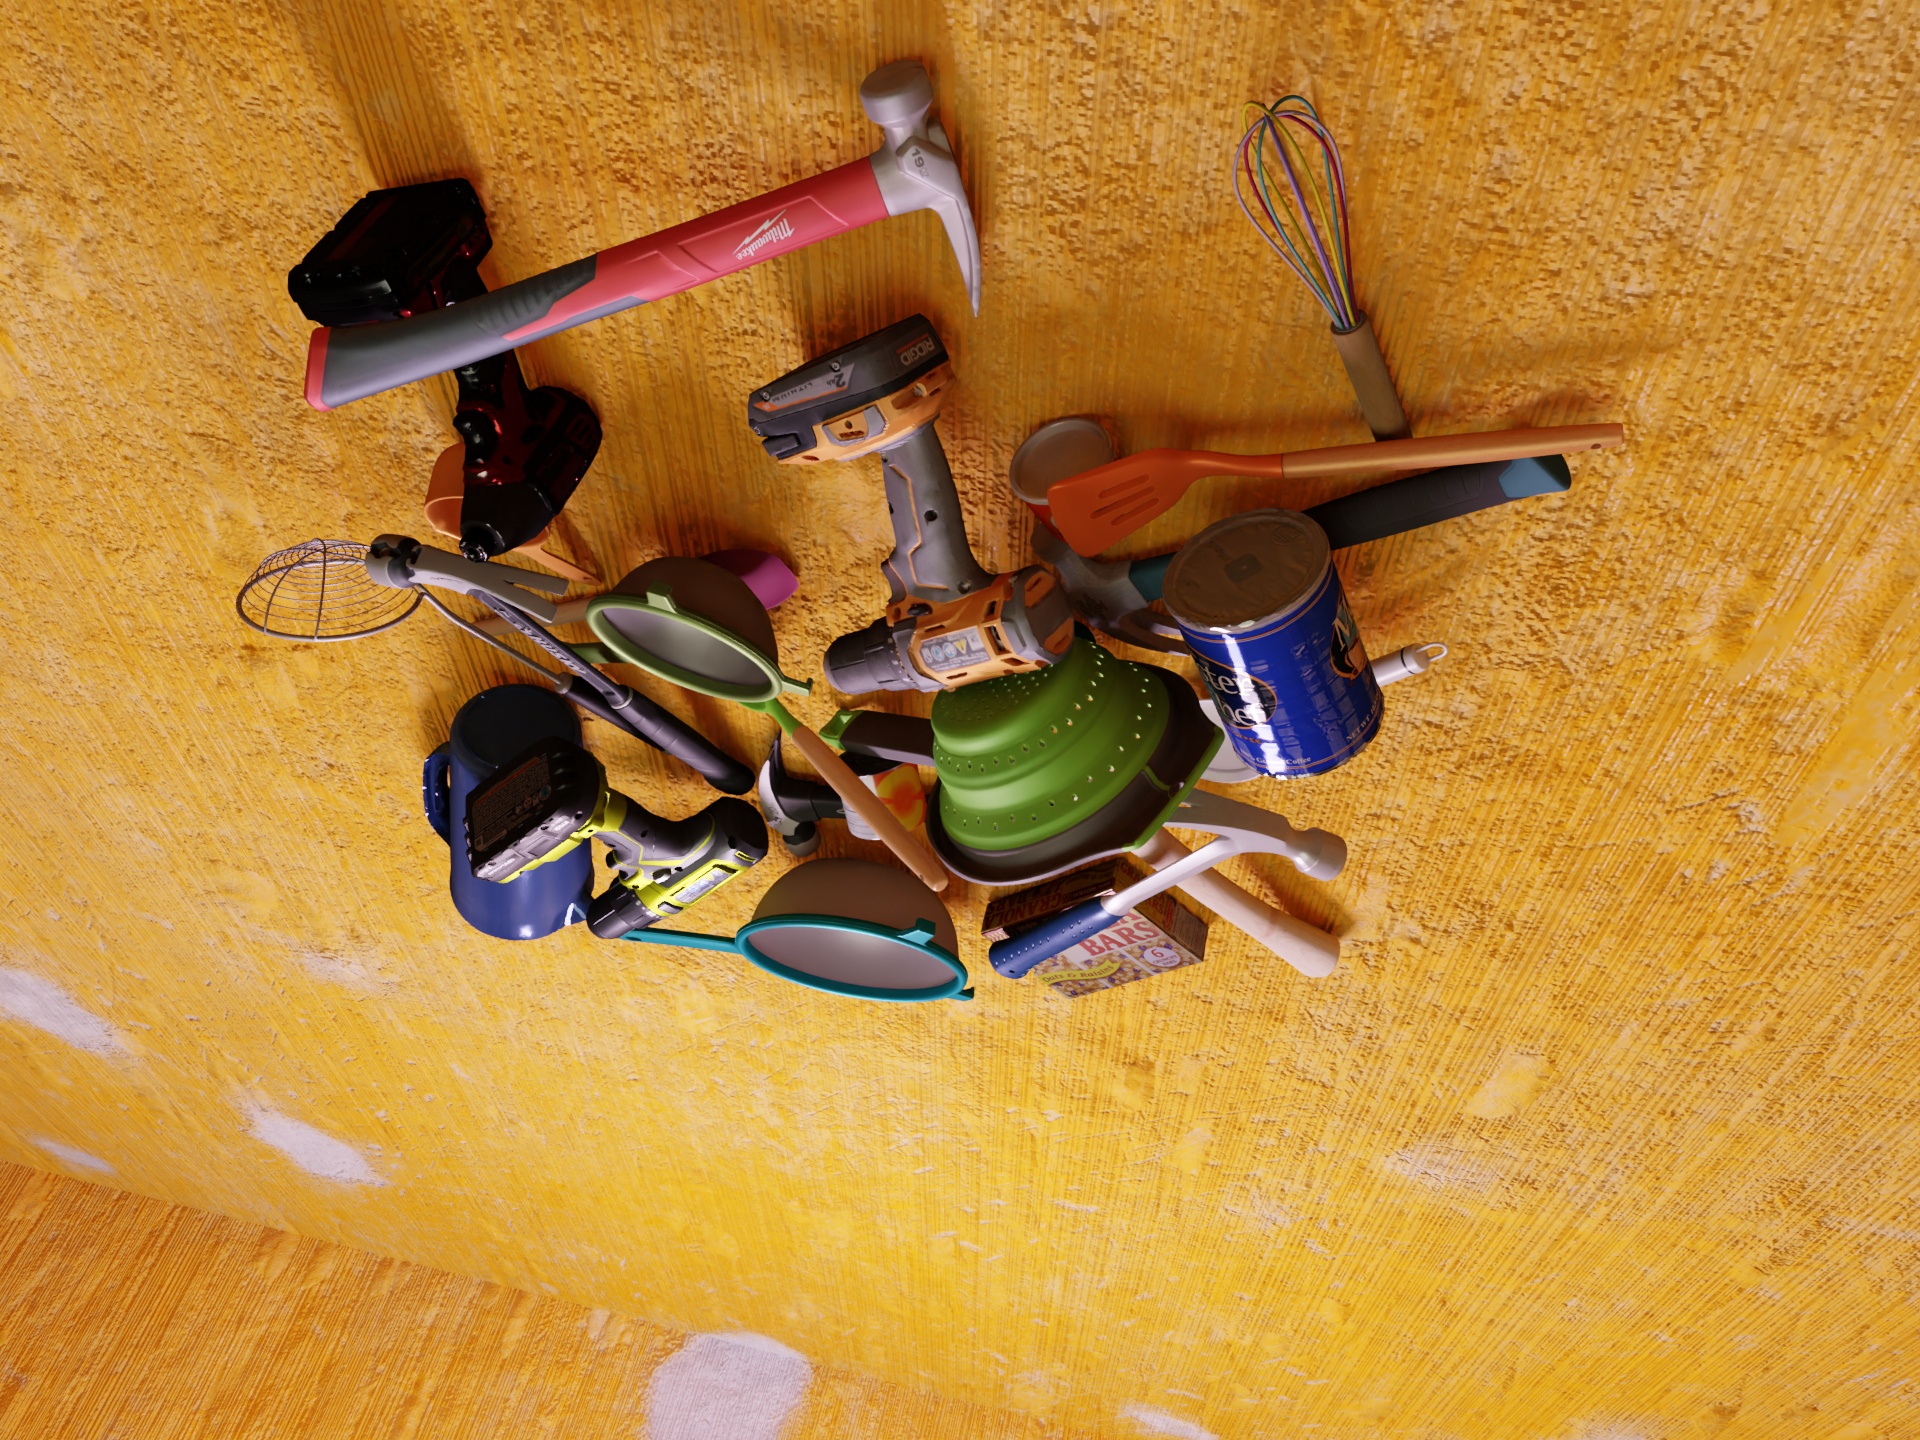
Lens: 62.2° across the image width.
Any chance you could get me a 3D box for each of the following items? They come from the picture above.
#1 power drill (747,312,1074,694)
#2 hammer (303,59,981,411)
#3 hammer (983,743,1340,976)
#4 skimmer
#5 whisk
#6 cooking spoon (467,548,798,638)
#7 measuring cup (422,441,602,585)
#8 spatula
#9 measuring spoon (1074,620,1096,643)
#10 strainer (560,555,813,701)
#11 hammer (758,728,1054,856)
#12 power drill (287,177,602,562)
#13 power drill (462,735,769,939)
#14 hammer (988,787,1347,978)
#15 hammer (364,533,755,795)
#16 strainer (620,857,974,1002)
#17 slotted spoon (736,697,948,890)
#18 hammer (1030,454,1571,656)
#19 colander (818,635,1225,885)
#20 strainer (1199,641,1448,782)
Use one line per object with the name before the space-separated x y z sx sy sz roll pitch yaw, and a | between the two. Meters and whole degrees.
power drill | -0.048 -0.119 1.004 0.185 0.084 0.226 -13 111 38
hammer | -0.181 -0.236 0.893 0.386 0.038 0.143 -17 134 6
hammer | 0.170 0.118 1.270 0.146 0.038 0.410 -16 141 40
skimmer | -0.381 -0.037 1.257 0.090 0.127 0.362 -49 130 9
whisk | 0.203 -0.235 0.865 0.047 0.051 0.244 13 153 41
cooking spoon | -0.263 -0.093 1.234 0.319 0.017 0.068 -8 141 28
measuring cup | -0.315 -0.150 1.166 0.095 0.052 0.173 -3 162 24
spatula | 0.213 -0.143 0.928 0.322 0.041 0.081 -3 153 20
measuring spoon | 0.040 -0.071 1.152 0.129 0.021 0.042 16 156 17
strainer | -0.224 -0.075 1.189 0.256 0.069 0.151 0 153 48
hammer | -0.012 0.072 1.332 0.335 0.035 0.146 3 141 18
power drill | -0.314 -0.212 1.002 0.078 0.143 0.219 1 138 24
power drill | -0.300 0.110 1.337 0.190 0.080 0.228 -33 144 21
hammer | 0.122 0.140 1.253 0.144 0.035 0.405 21 151 -18
hammer | -0.263 -0.025 1.208 0.149 0.036 0.408 12 162 27
strainer | -0.153 0.175 1.456 0.340 0.095 0.210 4 154 15
slotted spoon | -0.104 0.026 1.174 0.314 0.031 0.070 43 151 36
hammer | 0.213 -0.117 1.008 0.331 0.033 0.128 -14 132 34
colander | -0.002 -0.004 1.115 0.397 0.204 0.094 8 141 52
strainer | 0.232 -0.011 1.111 0.086 0.050 0.258 40 142 -21
